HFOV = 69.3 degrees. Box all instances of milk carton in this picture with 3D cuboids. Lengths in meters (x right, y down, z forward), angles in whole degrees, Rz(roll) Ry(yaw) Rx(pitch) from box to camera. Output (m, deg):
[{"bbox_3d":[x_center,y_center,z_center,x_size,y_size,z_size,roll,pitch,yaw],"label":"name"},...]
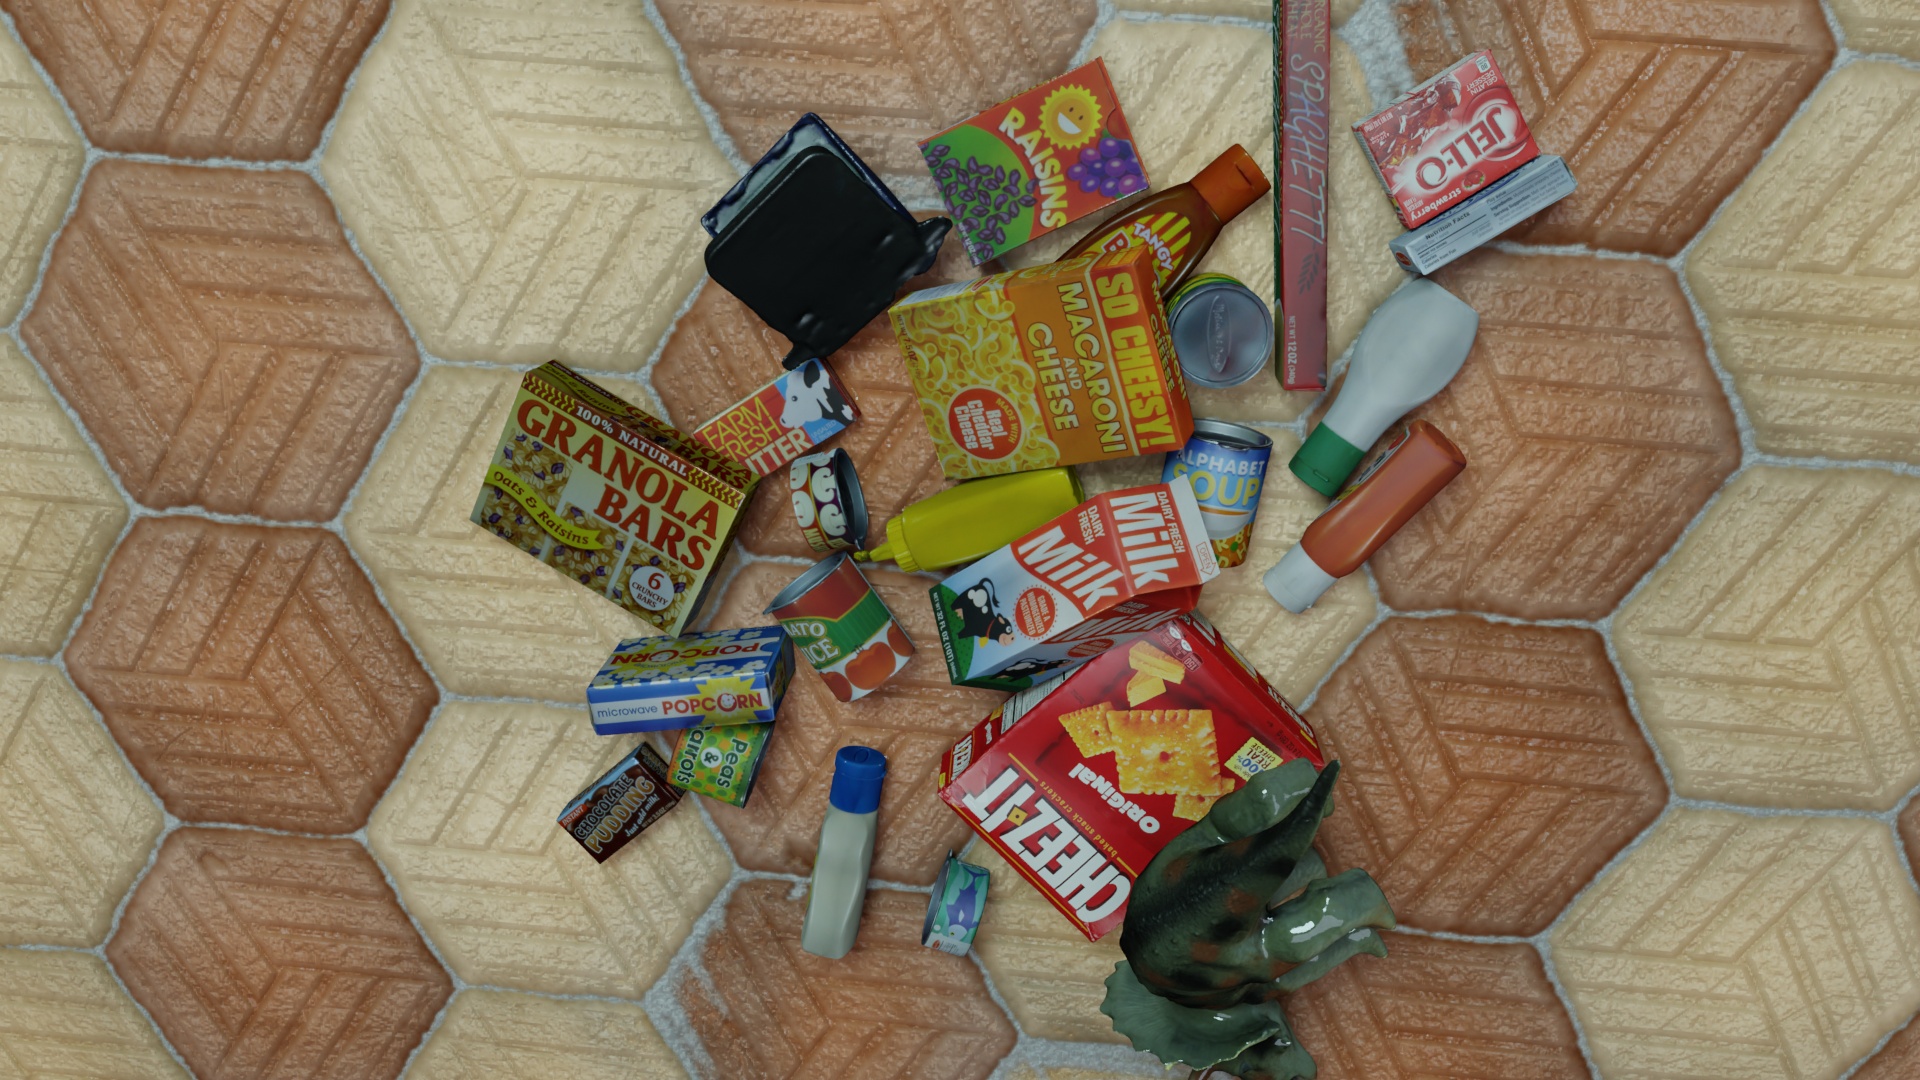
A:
[{"bbox_3d":[0.077,0.029,0.886,0.190,0.073,0.072,-31,63,32],"label":"milk carton"}]

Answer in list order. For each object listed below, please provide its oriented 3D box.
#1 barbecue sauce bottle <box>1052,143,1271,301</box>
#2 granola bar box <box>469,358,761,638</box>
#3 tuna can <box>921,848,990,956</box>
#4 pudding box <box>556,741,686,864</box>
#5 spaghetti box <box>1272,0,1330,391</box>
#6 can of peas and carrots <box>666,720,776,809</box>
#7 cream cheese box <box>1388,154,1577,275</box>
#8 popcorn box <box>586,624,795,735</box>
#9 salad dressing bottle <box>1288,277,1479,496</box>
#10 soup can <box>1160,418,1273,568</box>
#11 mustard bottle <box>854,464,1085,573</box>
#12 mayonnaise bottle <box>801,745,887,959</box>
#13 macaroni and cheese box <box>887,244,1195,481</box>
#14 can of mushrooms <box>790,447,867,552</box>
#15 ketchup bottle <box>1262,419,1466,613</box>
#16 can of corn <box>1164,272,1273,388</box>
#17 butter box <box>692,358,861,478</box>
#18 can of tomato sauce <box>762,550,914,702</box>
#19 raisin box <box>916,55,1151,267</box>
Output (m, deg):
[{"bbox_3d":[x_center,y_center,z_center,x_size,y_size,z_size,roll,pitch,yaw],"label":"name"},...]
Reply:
[{"bbox_3d":[0.125,-0.189,0.877,0.148,0.044,0.065,-38,96,13],"label":"barbecue sauce bottle"},{"bbox_3d":[-0.233,-0.028,0.939,0.165,0.039,0.123,30,113,2],"label":"granola bar box"},{"bbox_3d":[-0.003,0.264,1.011,0.033,0.071,0.071,18,107,-2],"label":"tuna can"},{"bbox_3d":[-0.249,0.193,1.025,0.083,0.030,0.049,-38,100,13],"label":"pudding box"},{"bbox_3d":[0.210,-0.219,0.859,0.029,0.050,0.249,-2,106,6],"label":"spaghetti box"},{"bbox_3d":[-0.170,0.150,0.985,0.059,0.071,0.070,19,107,-1],"label":"can of peas and carrots"},{"bbox_3d":[0.320,-0.200,0.855,0.103,0.053,0.024,-30,101,12],"label":"cream cheese box"},{"bbox_3d":[-0.184,0.096,0.962,0.127,0.085,0.038,-6,108,5],"label":"popcorn box"},{"bbox_3d":[0.270,-0.097,0.895,0.064,0.044,0.147,34,107,-2],"label":"salad dressing bottle"},{"bbox_3d":[0.163,-0.031,0.907,0.071,0.071,0.083,10,107,1],"label":"soup can"},{"bbox_3d":[0.003,-0.012,0.931,0.160,0.065,0.048,-19,105,15],"label":"mustard bottle"},{"bbox_3d":[-0.084,0.223,1.007,0.041,0.065,0.147,11,103,5],"label":"mayonnaise bottle"},{"bbox_3d":[0.051,-0.109,0.873,0.166,0.040,0.123,-6,116,28],"label":"macaroni and cheese box"},{"bbox_3d":[-0.087,-0.024,0.928,0.033,0.071,0.071,-13,105,9],"label":"can of mushrooms"},{"bbox_3d":[0.263,-0.013,0.913,0.043,0.065,0.148,46,114,12],"label":"ketchup bottle"},{"bbox_3d":[0.159,-0.134,0.883,0.071,0.058,0.071,1,107,4],"label":"can of corn"},{"bbox_3d":[-0.124,-0.079,0.938,0.103,0.024,0.053,-31,102,12],"label":"butter box"},{"bbox_3d":[-0.082,0.060,0.953,0.071,0.071,0.083,-33,102,13],"label":"can of tomato sauce"},{"bbox_3d":[0.047,-0.237,0.871,0.123,0.040,0.086,-23,103,10],"label":"raisin box"}]
